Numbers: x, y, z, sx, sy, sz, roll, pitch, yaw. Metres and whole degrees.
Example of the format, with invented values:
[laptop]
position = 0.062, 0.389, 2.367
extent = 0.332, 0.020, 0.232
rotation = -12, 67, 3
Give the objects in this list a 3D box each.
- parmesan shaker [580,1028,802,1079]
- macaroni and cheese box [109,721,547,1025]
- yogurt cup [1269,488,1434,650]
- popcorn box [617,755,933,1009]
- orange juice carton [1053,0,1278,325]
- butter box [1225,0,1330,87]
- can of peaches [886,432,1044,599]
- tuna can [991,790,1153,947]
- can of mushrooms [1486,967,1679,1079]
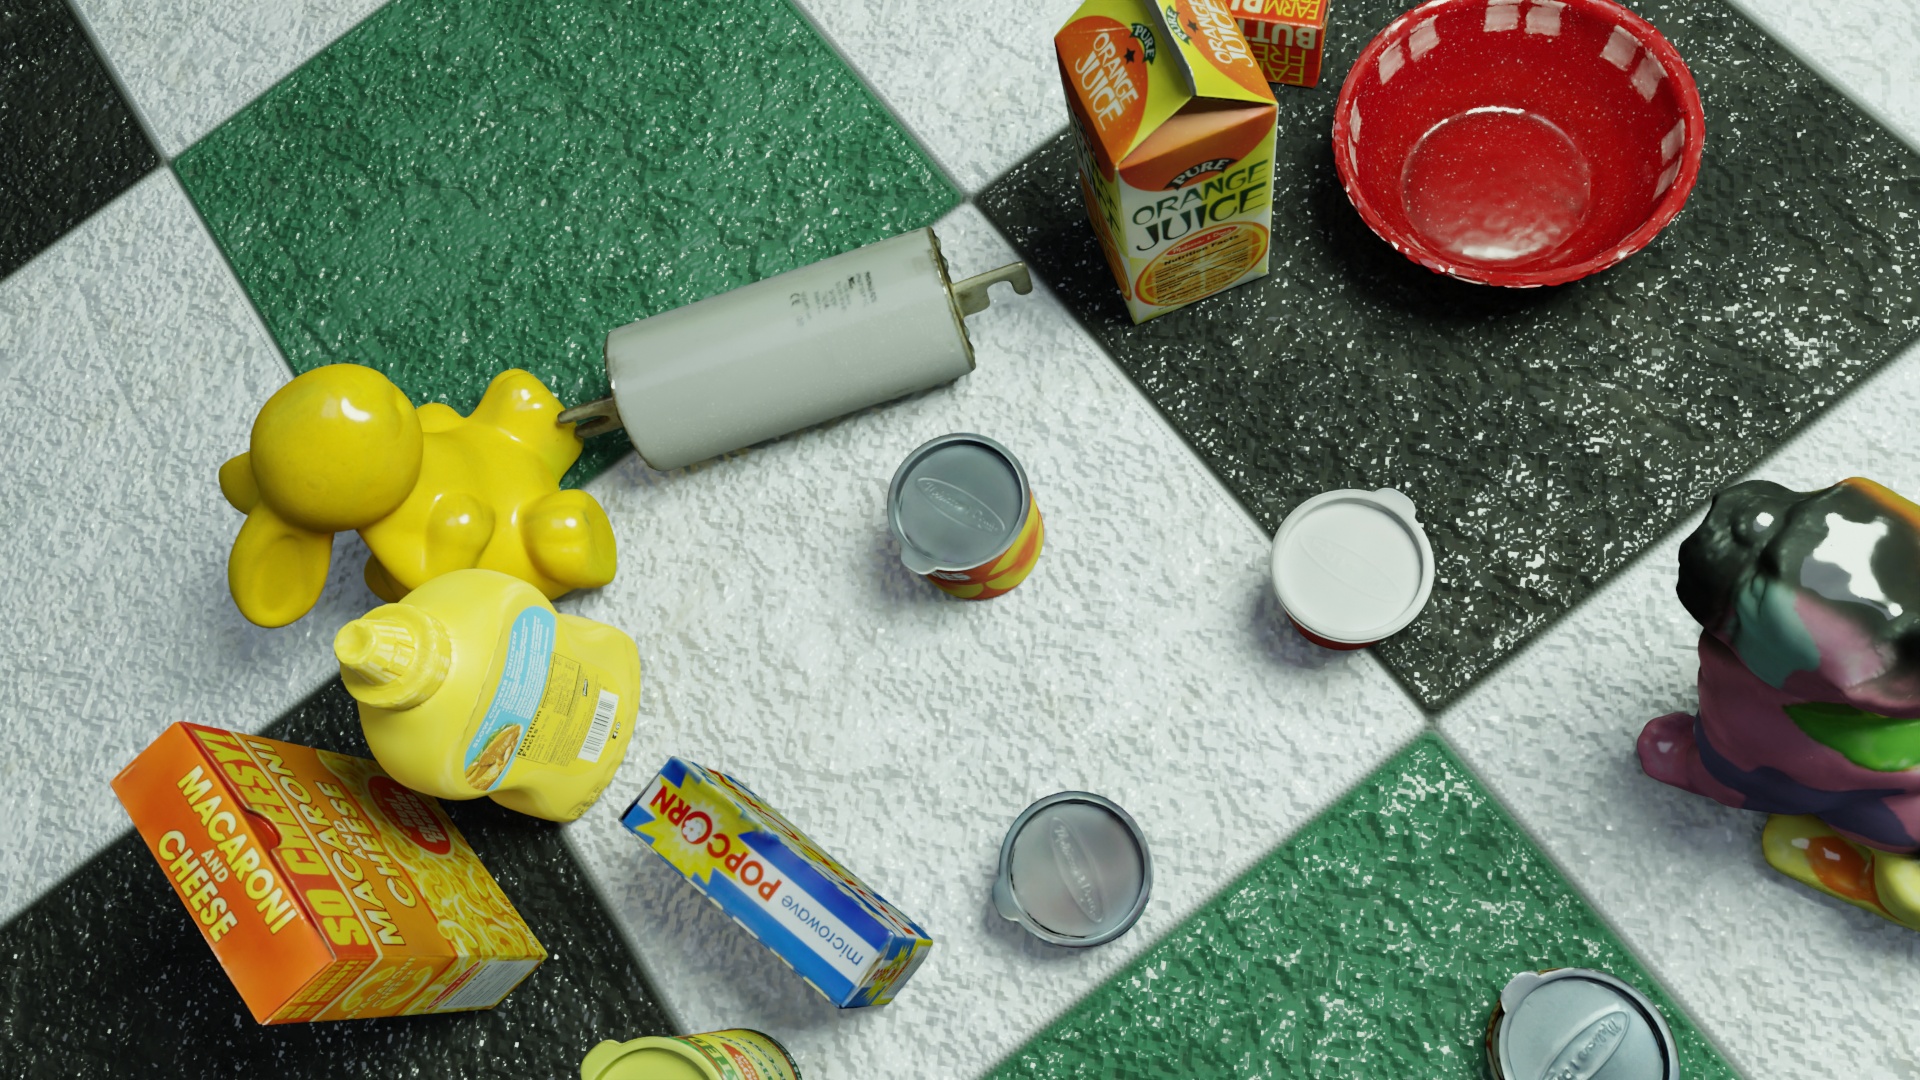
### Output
[parmesan shaker]
position = -0.110, 0.236, 0.575
extent = 0.071, 0.103, 0.071
rotation = -3, 73, 10
[macaroni and cheese box]
position = -0.263, 0.144, 0.598
extent = 0.040, 0.166, 0.124
rotation = -43, 71, -4
[yogurt cup]
position = 0.171, 0.017, 0.615
extent = 0.072, 0.054, 0.072
rotation = -3, 73, 10
[popcorn box]
position = -0.077, 0.149, 0.605
extent = 0.127, 0.085, 0.038
rotation = 34, 83, 18
[orange juice carton]
position = 0.092, -0.177, 0.617
extent = 0.073, 0.192, 0.072
rotation = -21, 71, 4
[butter box]
position = 0.134, -0.262, 0.709
extent = 0.103, 0.053, 0.024
rotation = 13, 76, 14
[can of peaches]
position = 0.002, -0.008, 0.653
extent = 0.071, 0.058, 0.071
rotation = -3, 73, 10
[tuna can]
position = 0.049, 0.146, 0.610
extent = 0.071, 0.032, 0.071
rotation = -3, 73, 10
[can of mushrooms]
position = 0.245, 0.203, 0.554
extent = 0.071, 0.033, 0.071
rotation = -3, 73, 10
